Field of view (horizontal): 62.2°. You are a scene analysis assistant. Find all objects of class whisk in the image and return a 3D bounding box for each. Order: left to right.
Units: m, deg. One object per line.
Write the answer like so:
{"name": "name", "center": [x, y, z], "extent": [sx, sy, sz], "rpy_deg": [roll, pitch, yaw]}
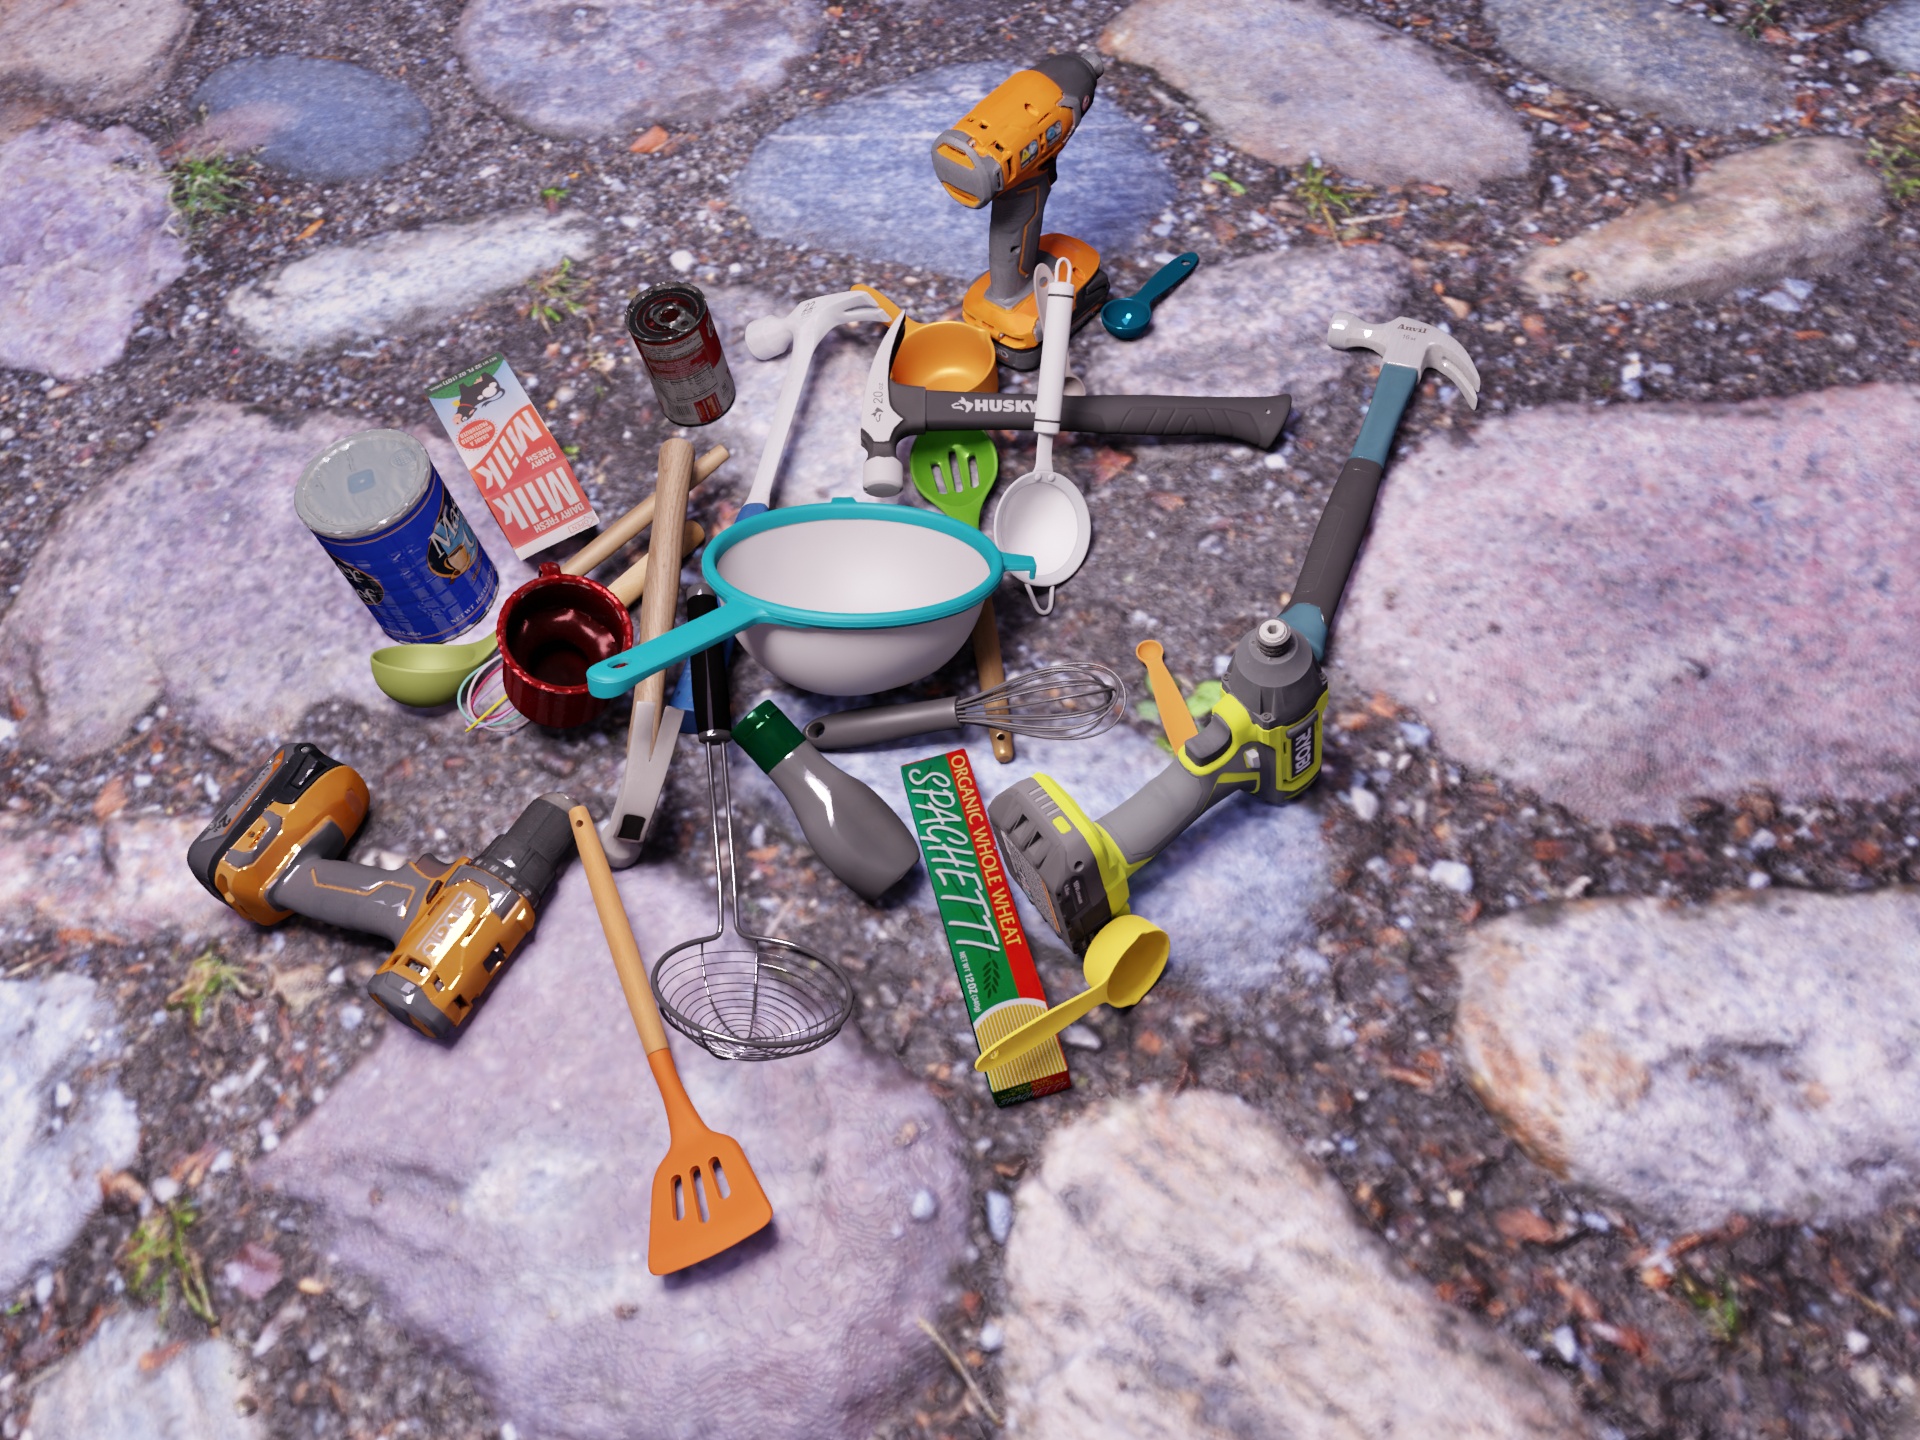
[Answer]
{"name": "whisk", "center": [-0.288, -0.074, 1.218], "extent": [0.051, 0.047, 0.245], "rpy_deg": [37, 64, 15]}
{"name": "whisk", "center": [-0.001, -0.002, 1.107], "extent": [0.239, 0.055, 0.055], "rpy_deg": [-8, 55, 19]}

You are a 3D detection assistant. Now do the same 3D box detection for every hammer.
{"name": "hammer", "center": [-0.217, -0.069, 1.141], "extent": [0.031, 0.130, 0.332], "rpy_deg": [11, 57, -18]}
{"name": "hammer", "center": [-0.154, -0.175, 1.243], "extent": [0.144, 0.035, 0.406], "rpy_deg": [-10, 55, 36]}
{"name": "hammer", "center": [0.090, -0.243, 1.234], "extent": [0.334, 0.035, 0.146], "rpy_deg": [0, 73, -3]}
{"name": "hammer", "center": [0.299, -0.181, 1.197], "extent": [0.128, 0.033, 0.331], "rpy_deg": [15, 61, 20]}

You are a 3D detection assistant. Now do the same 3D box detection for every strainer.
{"name": "strainer", "center": [-0.116, -0.053, 1.089], "extent": [0.211, 0.095, 0.340], "rpy_deg": [22, 35, 32]}
{"name": "strainer", "center": [0.063, -0.210, 1.178], "extent": [0.086, 0.258, 0.050], "rpy_deg": [-1, 13, -31]}

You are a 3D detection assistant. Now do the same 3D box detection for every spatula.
{"name": "spatula", "center": [-0.203, 0.189, 1.016], "extent": [0.081, 0.041, 0.323], "rpy_deg": [-25, 64, -1]}

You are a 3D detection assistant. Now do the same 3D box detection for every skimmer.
{"name": "skimmer", "center": [-0.150, 0.053, 1.056], "extent": [0.127, 0.090, 0.364], "rpy_deg": [2, 62, -22]}

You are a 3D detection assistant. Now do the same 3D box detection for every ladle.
{"name": "ladle", "center": [-0.310, -0.120, 1.223], "extent": [0.320, 0.062, 0.078], "rpy_deg": [-41, 32, -12]}

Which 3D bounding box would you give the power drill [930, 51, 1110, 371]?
{"name": "power drill", "center": [0.062, -0.410, 1.268], "extent": [0.084, 0.226, 0.164], "rpy_deg": [34, 68, 27]}

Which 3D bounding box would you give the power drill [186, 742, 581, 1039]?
{"name": "power drill", "center": [-0.389, 0.095, 1.101], "extent": [0.226, 0.084, 0.185], "rpy_deg": [24, 61, 18]}

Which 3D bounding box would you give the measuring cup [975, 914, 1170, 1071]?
{"name": "measuring cup", "center": [0.064, 0.167, 0.972], "extent": [0.156, 0.062, 0.029], "rpy_deg": [-26, 43, -29]}

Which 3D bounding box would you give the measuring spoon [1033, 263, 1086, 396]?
{"name": "measuring spoon", "center": [0.073, -0.303, 1.269], "extent": [0.034, 0.124, 0.018], "rpy_deg": [-22, 26, -16]}

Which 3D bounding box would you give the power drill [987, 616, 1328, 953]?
{"name": "power drill", "center": [0.133, 0.035, 1.001], "extent": [0.223, 0.171, 0.080], "rpy_deg": [-35, 58, -10]}

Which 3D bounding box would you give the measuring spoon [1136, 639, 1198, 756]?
{"name": "measuring spoon", "center": [0.149, -0.008, 1.122], "extent": [0.021, 0.011, 0.117], "rpy_deg": [-16, 59, -3]}

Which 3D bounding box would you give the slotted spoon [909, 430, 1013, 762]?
{"name": "slotted spoon", "center": [0.010, -0.104, 1.197], "extent": [0.070, 0.031, 0.314], "rpy_deg": [-10, 58, 3]}

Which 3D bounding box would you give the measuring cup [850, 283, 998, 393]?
{"name": "measuring cup", "center": [-0.037, -0.303, 1.321], "extent": [0.095, 0.052, 0.174], "rpy_deg": [-35, 57, -14]}

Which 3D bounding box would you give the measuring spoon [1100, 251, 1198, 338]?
{"name": "measuring spoon", "center": [0.164, -0.359, 1.349], "extent": [0.042, 0.021, 0.129], "rpy_deg": [30, 57, 24]}
